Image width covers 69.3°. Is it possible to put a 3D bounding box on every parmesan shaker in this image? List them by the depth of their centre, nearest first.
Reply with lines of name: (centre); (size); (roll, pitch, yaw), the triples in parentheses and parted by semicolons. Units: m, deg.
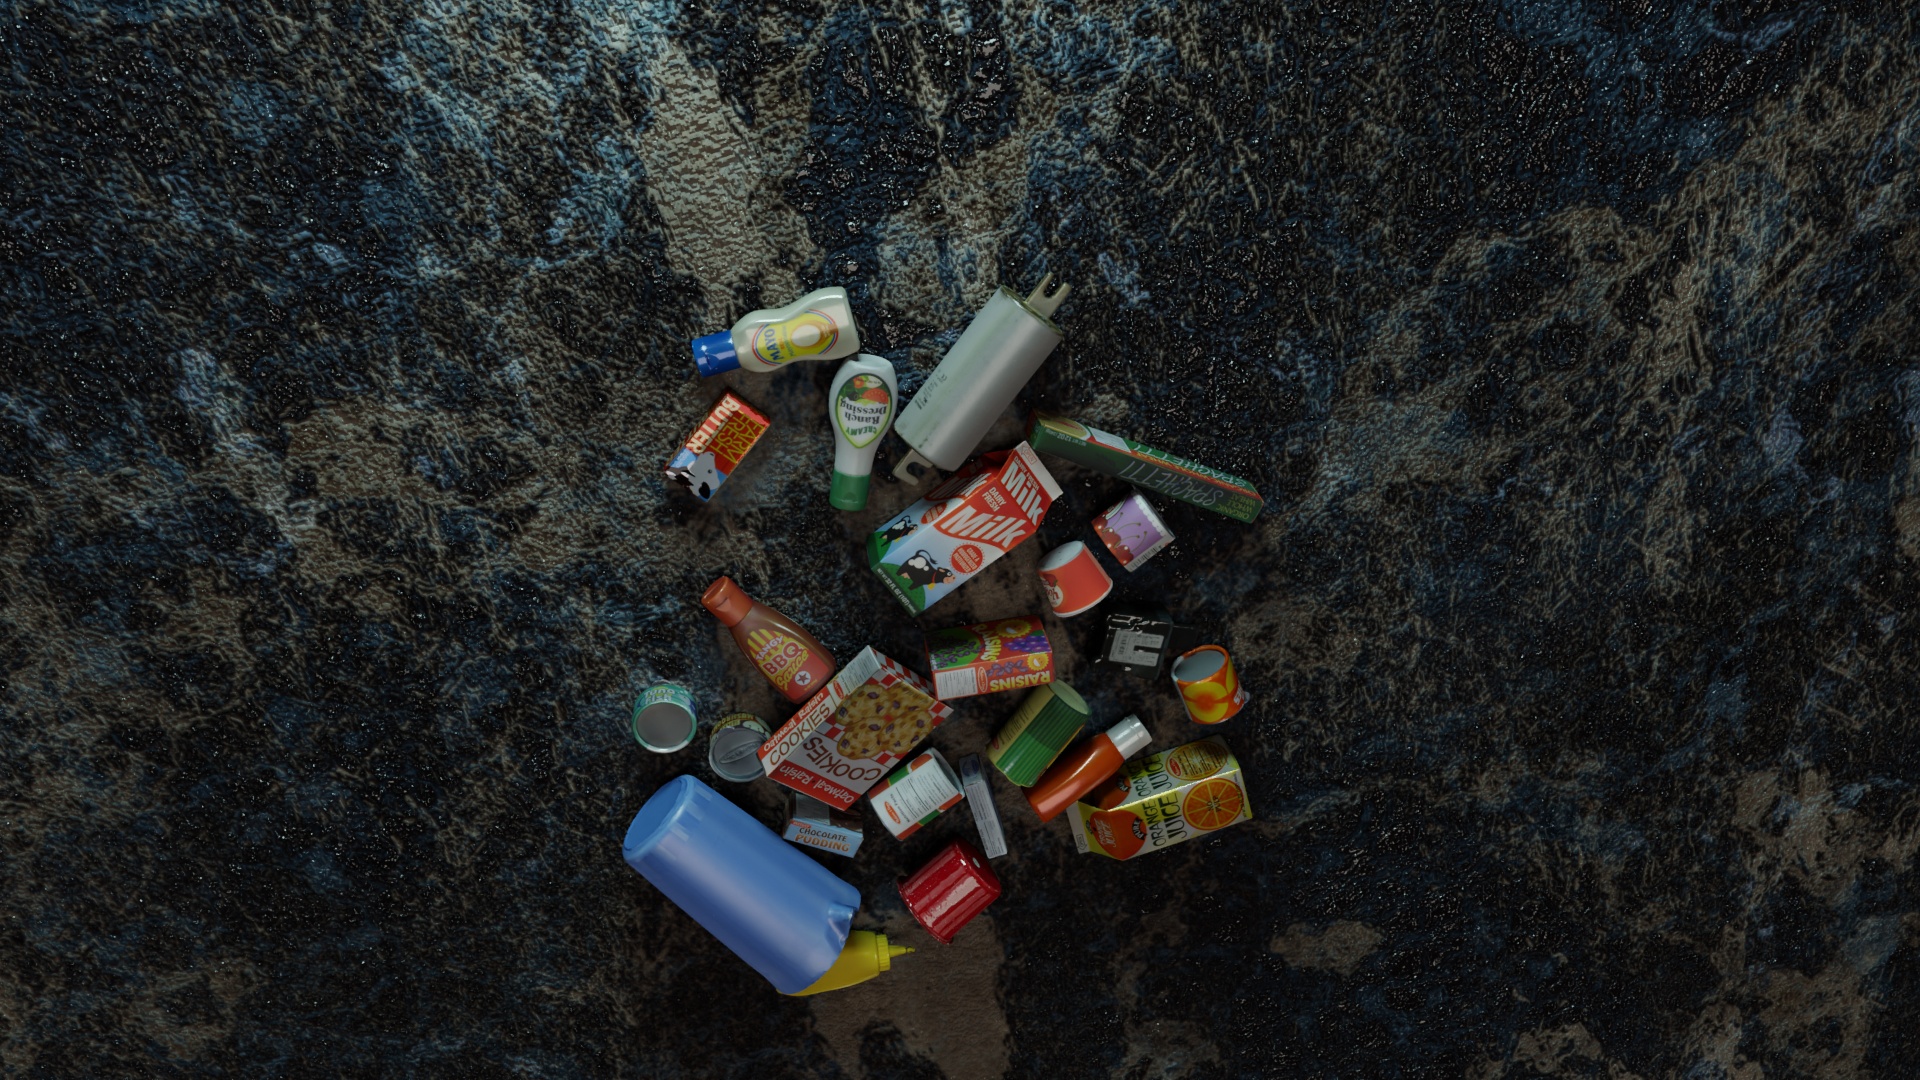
parmesan shaker: (0.084, 0.203, 1.472); (0.071, 0.071, 0.103); (33, 105, -21)

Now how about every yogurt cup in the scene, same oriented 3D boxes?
yogurt cup: (0.113, 0.037, 1.408); (0.072, 0.072, 0.054); (-29, 107, 5)

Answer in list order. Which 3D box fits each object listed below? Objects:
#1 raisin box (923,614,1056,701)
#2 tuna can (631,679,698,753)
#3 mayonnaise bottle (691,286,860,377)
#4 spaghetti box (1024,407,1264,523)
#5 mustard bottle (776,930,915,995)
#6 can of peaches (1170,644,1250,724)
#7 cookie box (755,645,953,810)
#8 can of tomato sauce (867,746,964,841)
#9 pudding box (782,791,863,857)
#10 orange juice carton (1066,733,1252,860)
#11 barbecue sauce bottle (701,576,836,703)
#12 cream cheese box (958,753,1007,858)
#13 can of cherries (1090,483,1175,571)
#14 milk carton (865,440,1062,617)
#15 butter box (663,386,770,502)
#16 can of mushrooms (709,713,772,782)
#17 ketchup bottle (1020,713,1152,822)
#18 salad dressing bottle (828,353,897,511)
raisin box: (0.029, 0.119, 1.418); (0.123, 0.086, 0.040); (-9, 113, -5)
tuna can: (-0.303, 0.181, 1.423); (0.071, 0.033, 0.070); (-3, 115, -7)
mayonnaise bottle: (-0.170, -0.185, 1.276); (0.148, 0.041, 0.064); (-16, 117, -2)
spaghetti box: (0.183, -0.074, 1.376); (0.250, 0.050, 0.028); (18, 112, -16)
mustard bottle: (-0.131, 0.473, 1.571); (0.160, 0.049, 0.065); (-5, 115, -7)
can of peaches: (0.266, 0.153, 1.480); (0.071, 0.071, 0.058); (-25, 115, 3)
cookie box: (-0.109, 0.197, 1.436); (0.167, 0.040, 0.122); (-44, 134, 11)
can of tomato sauce: (-0.047, 0.269, 1.483); (0.083, 0.071, 0.071); (-35, 114, 3)
pudding box: (-0.148, 0.306, 1.494); (0.084, 0.050, 0.030); (19, 111, -16)
orange juice carton: (0.213, 0.288, 1.529); (0.193, 0.073, 0.071); (-18, 116, 0)
barbecue sauce bottle: (-0.196, 0.097, 1.397); (0.065, 0.044, 0.148); (-41, 113, 8)
cream cheese box: (0.025, 0.289, 1.511); (0.024, 0.053, 0.103); (-17, 115, 1)
can of cherries: (0.172, -0.013, 1.394); (0.058, 0.072, 0.071); (-39, 114, 10)
milk carton: (0.005, -0.017, 1.360); (0.190, 0.074, 0.072); (-35, 114, 7)
butter box: (-0.231, -0.091, 1.318); (0.053, 0.024, 0.103); (35, 105, -22)
can of mushrooms: (-0.230, 0.214, 1.449); (0.071, 0.033, 0.070); (-3, 115, -7)
ketchup bottle: (0.137, 0.244, 1.506); (0.149, 0.065, 0.043); (-35, 104, -2)
salad dressing bottle: (-0.097, -0.101, 1.323); (0.064, 0.044, 0.147); (6, 113, -10)
